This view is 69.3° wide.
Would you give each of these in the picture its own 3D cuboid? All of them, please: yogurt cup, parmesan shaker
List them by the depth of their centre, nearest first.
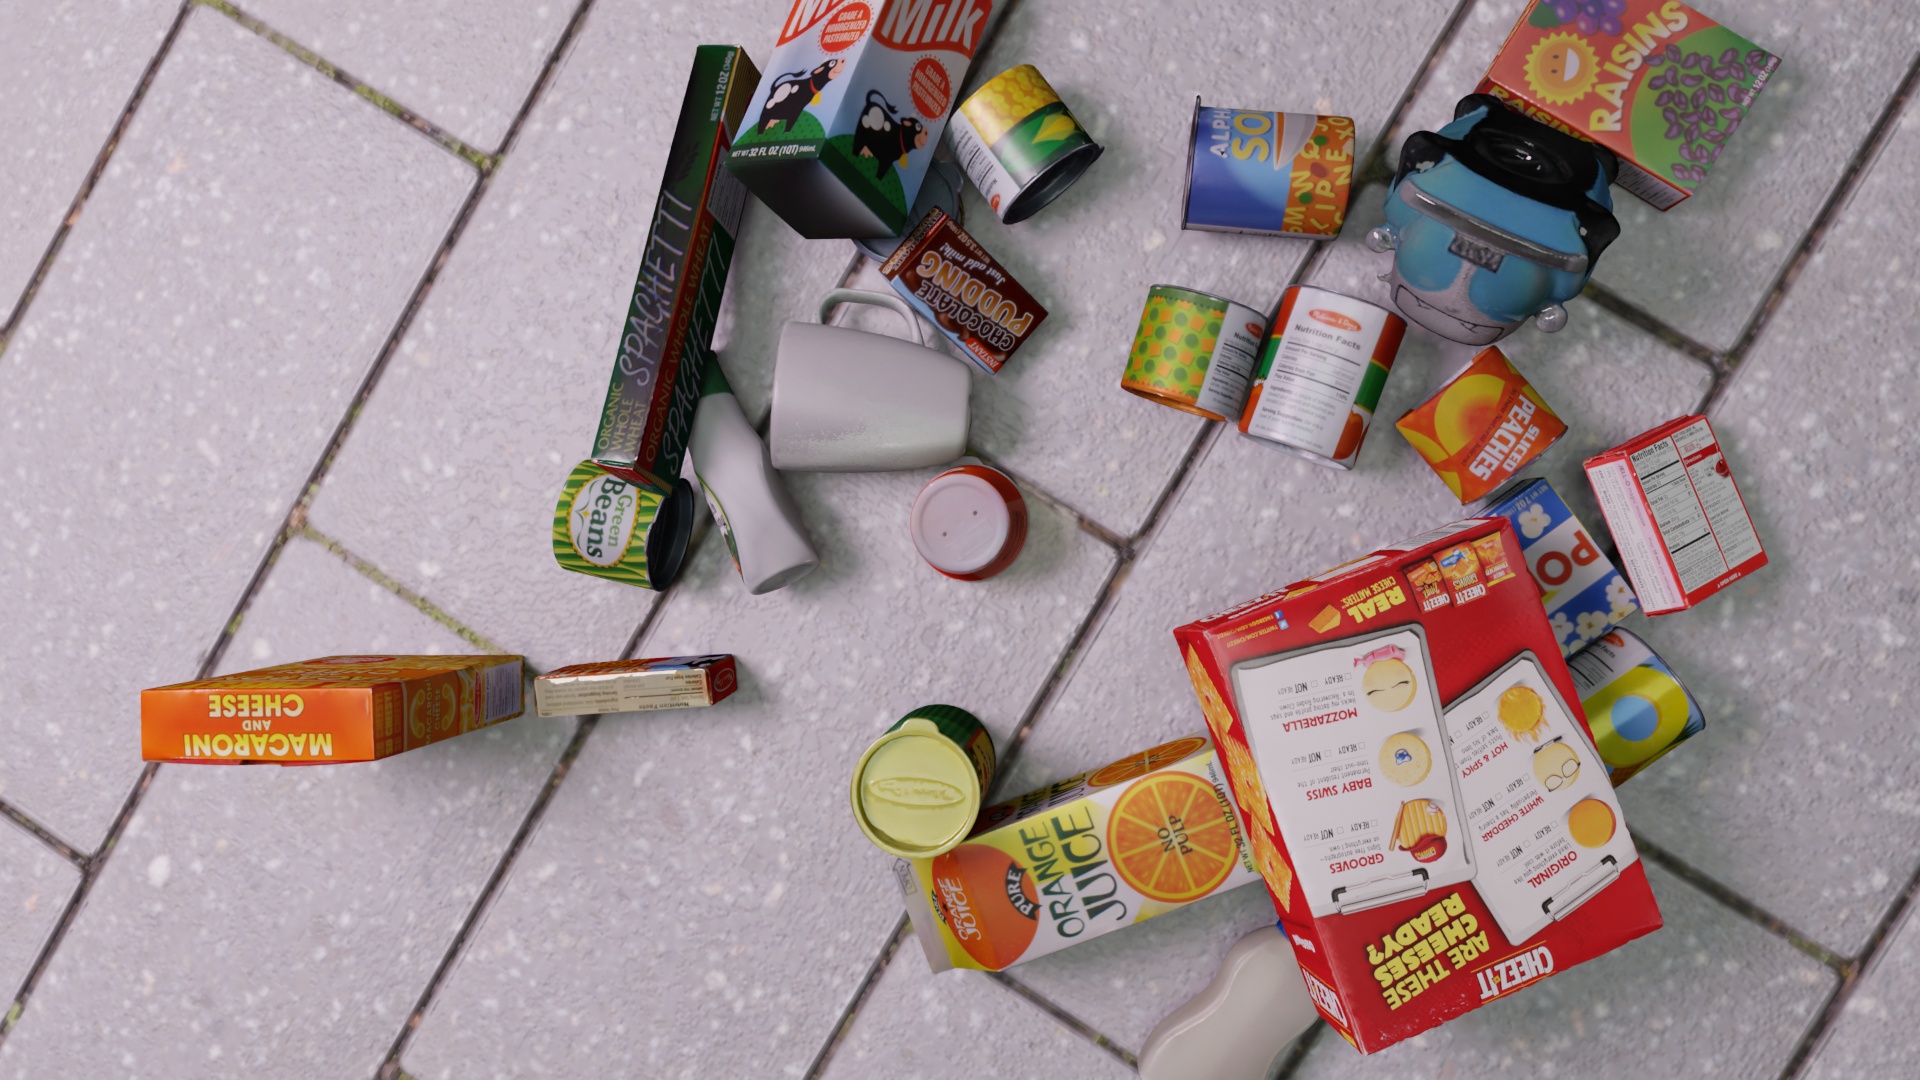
[{"bbox_3d":[-0.017,0.124,0.747,0.071,0.103,0.071,0,91,7],"label":"parmesan shaker"},{"bbox_3d":[0.003,-0.010,0.770,0.072,0.054,0.072,0,91,7],"label":"yogurt cup"}]

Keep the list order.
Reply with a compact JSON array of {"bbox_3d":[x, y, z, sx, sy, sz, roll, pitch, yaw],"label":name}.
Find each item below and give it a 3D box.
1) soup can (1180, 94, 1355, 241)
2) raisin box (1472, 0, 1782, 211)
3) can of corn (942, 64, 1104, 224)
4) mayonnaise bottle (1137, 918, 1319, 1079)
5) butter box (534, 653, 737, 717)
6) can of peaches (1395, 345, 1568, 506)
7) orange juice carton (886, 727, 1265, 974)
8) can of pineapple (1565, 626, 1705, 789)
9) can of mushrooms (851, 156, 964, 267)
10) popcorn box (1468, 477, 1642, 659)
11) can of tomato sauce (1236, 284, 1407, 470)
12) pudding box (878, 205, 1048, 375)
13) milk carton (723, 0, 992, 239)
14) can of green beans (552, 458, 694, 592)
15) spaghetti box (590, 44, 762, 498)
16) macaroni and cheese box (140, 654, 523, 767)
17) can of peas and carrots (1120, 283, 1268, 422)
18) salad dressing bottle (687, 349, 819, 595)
[{"bbox_3d":[0.164,-0.199,0.744,0.084,0.071,0.071,6,91,6],"label":"soup can"},{"bbox_3d":[0.351,-0.246,0.738,0.123,0.040,0.086,32,94,4],"label":"raisin box"},{"bbox_3d":[0.034,-0.218,0.762,0.071,0.071,0.058,-37,86,5],"label":"can of corn"},{"bbox_3d":[0.164,0.250,0.758,0.065,0.041,0.148,39,93,4],"label":"mayonnaise bottle"},{"bbox_3d":[-0.185,0.082,0.792,0.103,0.053,0.024,-5,93,7],"label":"butter box"},{"bbox_3d":[0.273,-0.061,0.731,0.071,0.071,0.058,-39,85,5],"label":"can of peaches"},{"bbox_3d":[0.060,0.172,0.753,0.192,0.073,0.072,-21,89,6],"label":"orange juice carton"},{"bbox_3d":[0.342,0.089,0.725,0.058,0.071,0.071,-37,86,6],"label":"can of pineapple"},{"bbox_3d":[-0.029,-0.186,0.785,0.071,0.033,0.071,0,89,7],"label":"can of mushrooms"},{"bbox_3d":[0.283,0.036,0.745,0.126,0.038,0.085,-37,88,5],"label":"popcorn box"},{"bbox_3d":[0.193,-0.086,0.744,0.071,0.071,0.083,20,93,6],"label":"can of tomato sauce"},{"bbox_3d":[0.002,-0.136,0.763,0.049,0.030,0.083,-47,119,7],"label":"pudding box"},{"bbox_3d":[-0.046,-0.261,0.742,0.072,0.073,0.191,7,71,38],"label":"milk carton"},{"bbox_3d":[-0.190,-0.009,0.786,0.058,0.071,0.071,12,92,7],"label":"can of green beans"},{"bbox_3d":[-0.150,-0.150,0.761,0.029,0.050,0.250,7,77,16],"label":"spaghetti box"},{"bbox_3d":[-0.330,0.089,0.751,0.124,0.166,0.040,-1,91,7],"label":"macaroni and cheese box"},{"bbox_3d":[0.124,-0.101,0.752,0.071,0.071,0.058,18,93,6],"label":"can of peas and carrots"},{"bbox_3d":[-0.130,-0.043,0.785,0.044,0.064,0.148,-26,79,-6],"label":"salad dressing bottle"}]
